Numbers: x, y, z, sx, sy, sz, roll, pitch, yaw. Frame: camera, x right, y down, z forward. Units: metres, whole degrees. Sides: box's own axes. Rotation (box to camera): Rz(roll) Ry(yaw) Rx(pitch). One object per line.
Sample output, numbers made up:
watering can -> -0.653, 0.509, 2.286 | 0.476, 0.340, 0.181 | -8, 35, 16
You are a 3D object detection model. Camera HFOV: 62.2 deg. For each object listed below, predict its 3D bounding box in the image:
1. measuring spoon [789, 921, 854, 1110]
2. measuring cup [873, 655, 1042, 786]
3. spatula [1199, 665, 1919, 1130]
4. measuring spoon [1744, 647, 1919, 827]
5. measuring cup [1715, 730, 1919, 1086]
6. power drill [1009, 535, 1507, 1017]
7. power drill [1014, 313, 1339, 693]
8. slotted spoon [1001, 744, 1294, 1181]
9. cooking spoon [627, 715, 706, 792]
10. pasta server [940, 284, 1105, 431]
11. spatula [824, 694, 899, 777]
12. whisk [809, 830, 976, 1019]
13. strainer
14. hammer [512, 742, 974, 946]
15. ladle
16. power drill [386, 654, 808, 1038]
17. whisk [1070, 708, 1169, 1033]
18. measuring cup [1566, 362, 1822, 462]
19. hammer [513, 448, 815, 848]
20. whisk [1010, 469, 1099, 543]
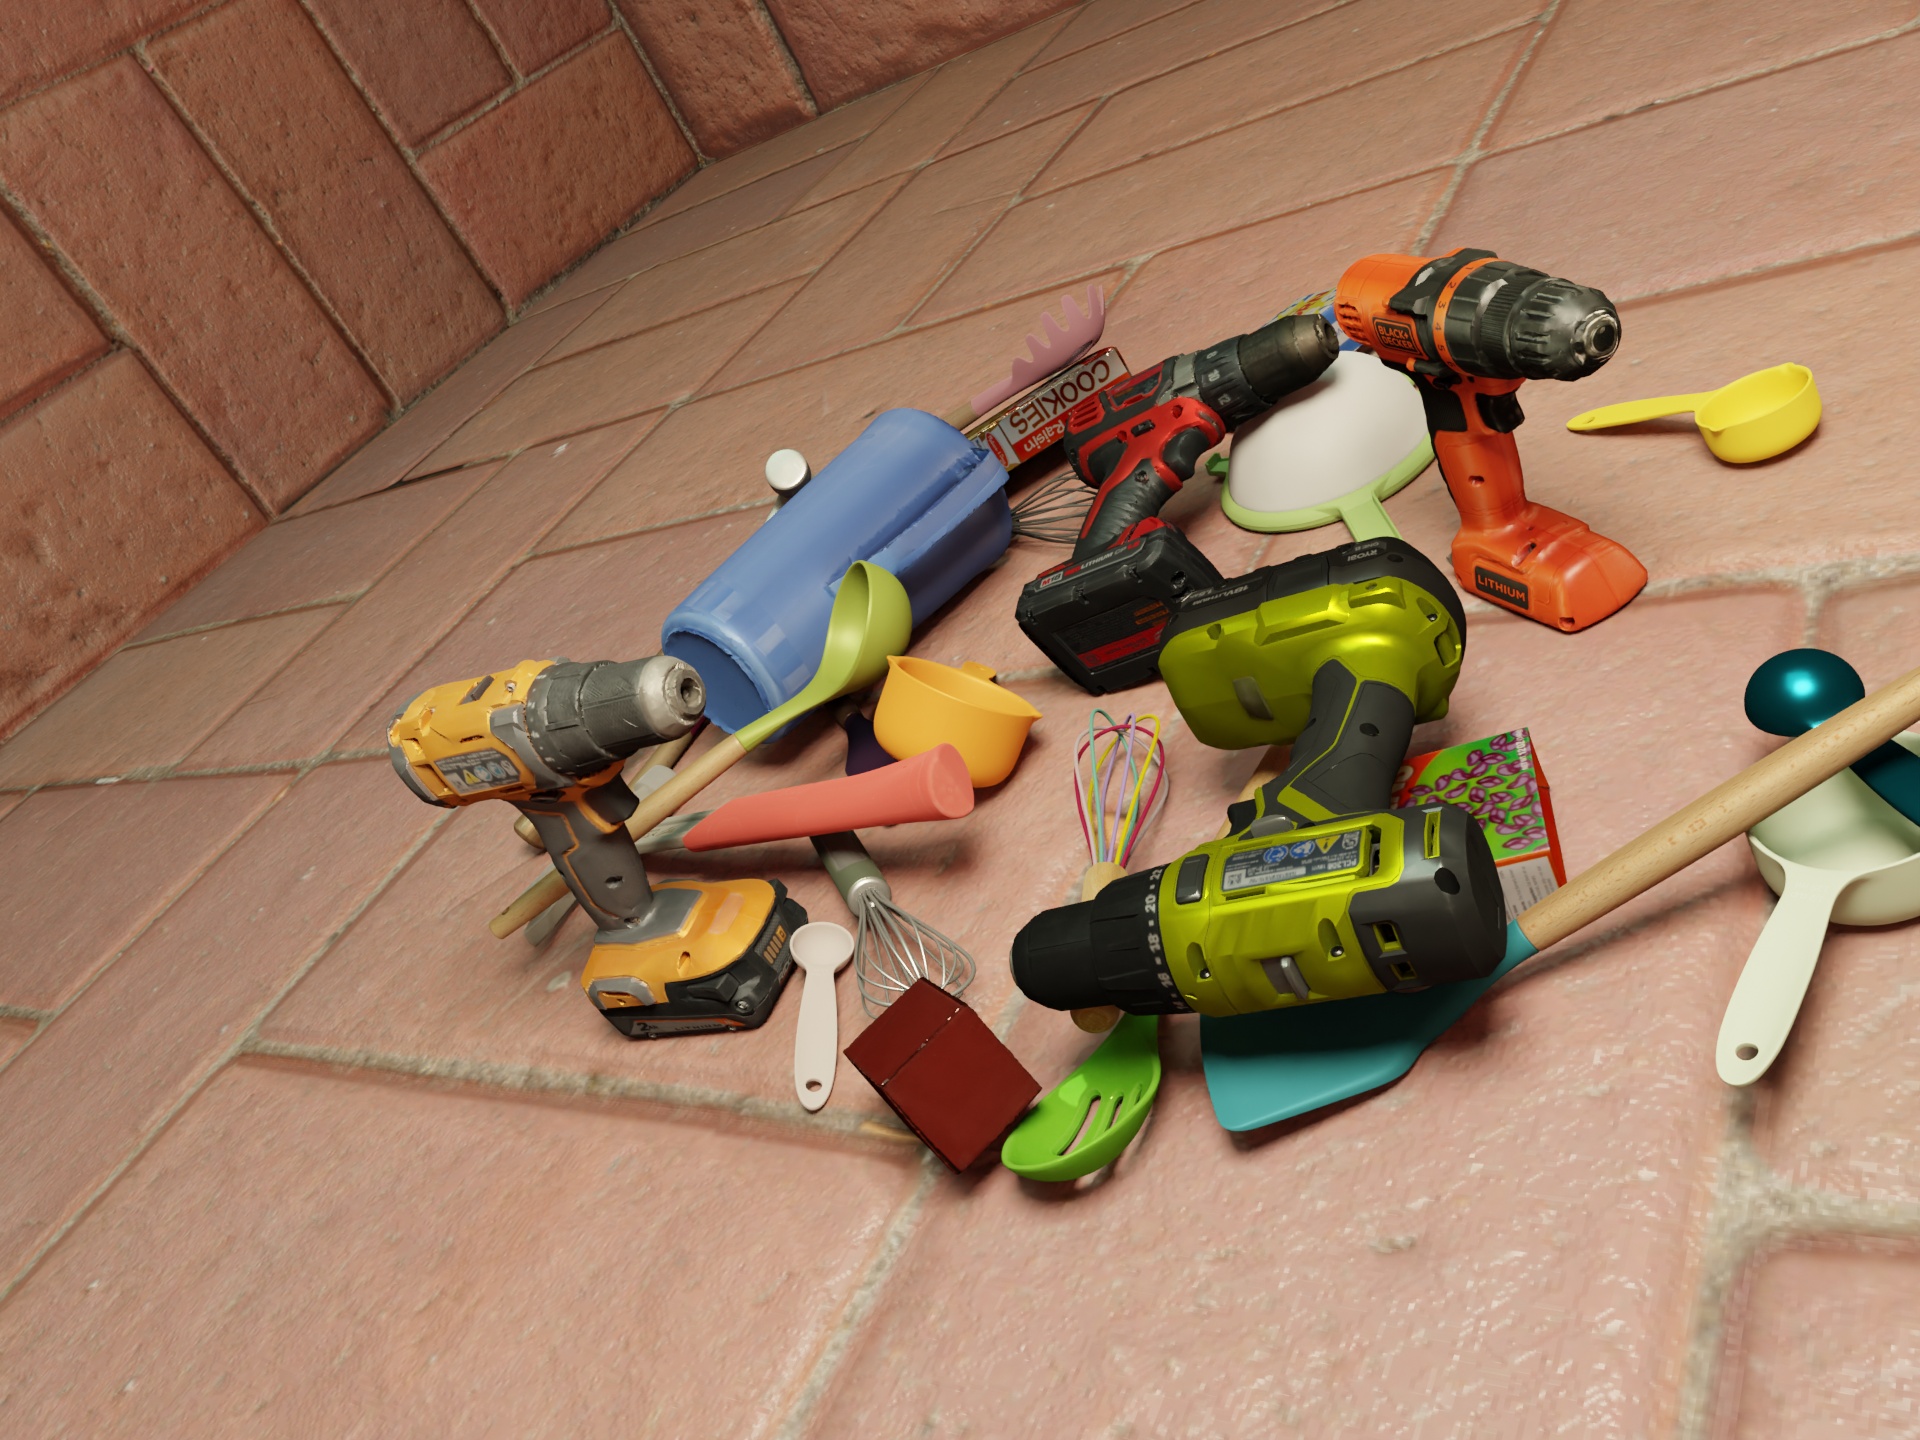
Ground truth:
measuring spoon -> -0.073, 0.153, 0.815 | 0.034, 0.018, 0.124 | 3, 38, -4
measuring cup -> -0.002, -0.003, 0.952 | 0.173, 0.095, 0.052 | -53, -16, -80
spatula -> 0.229, 0.061, 0.596 | 0.317, 0.044, 0.082 | -38, 21, 21
measuring spoon -> 0.328, 0.006, 0.573 | 0.042, 0.021, 0.129 | -27, 28, 7
measuring cup -> 0.304, 0.072, 0.559 | 0.083, 0.038, 0.168 | 5, 47, 48
power drill -> 0.126, 0.029, 0.669 | 0.190, 0.080, 0.229 | -15, 33, 28
power drill -> 0.132, -0.141, 0.949 | 0.188, 0.080, 0.227 | -20, 40, 38
slotted spoon -> 0.109, 0.089, 0.727 | 0.070, 0.031, 0.314 | -21, 24, 48
cooking spoon -> -0.212, 0.026, 1.141 | 0.069, 0.017, 0.319 | -26, 24, 46
pasta server -> -0.012, -0.236, 1.240 | 0.316, 0.040, 0.060 | -28, -1, 30
spatula -> -0.077, -0.009, 1.069 | 0.060, 0.018, 0.316 | -31, 29, -9
whisk -> -0.047, 0.097, 0.845 | 0.058, 0.059, 0.246 | -23, 22, -10
strainer -> 0.227, -0.163, 0.966 | 0.151, 0.069, 0.257 | -24, 28, 13
hammer -> -0.129, 0.064, 0.931 | 0.359, 0.036, 0.149 | -12, 30, 47
ladle -> -0.159, 0.021, 0.945 | 0.320, 0.062, 0.078 | -37, 28, 1
power drill -> -0.166, 0.061, 0.824 | 0.185, 0.226, 0.084 | -12, 34, 32
whisk -> 0.073, 0.061, 0.763 | 0.047, 0.051, 0.245 | -15, 26, 17
measuring cup -> 0.392, -0.159, 0.861 | 0.062, 0.029, 0.156 | -39, 18, -15
hammer -> -0.205, -0.044, 1.148 | 0.331, 0.031, 0.130 | -52, -13, -5
whisk -> 0.034, -0.146, 1.153 | 0.239, 0.055, 0.055 | -2, 40, 49
